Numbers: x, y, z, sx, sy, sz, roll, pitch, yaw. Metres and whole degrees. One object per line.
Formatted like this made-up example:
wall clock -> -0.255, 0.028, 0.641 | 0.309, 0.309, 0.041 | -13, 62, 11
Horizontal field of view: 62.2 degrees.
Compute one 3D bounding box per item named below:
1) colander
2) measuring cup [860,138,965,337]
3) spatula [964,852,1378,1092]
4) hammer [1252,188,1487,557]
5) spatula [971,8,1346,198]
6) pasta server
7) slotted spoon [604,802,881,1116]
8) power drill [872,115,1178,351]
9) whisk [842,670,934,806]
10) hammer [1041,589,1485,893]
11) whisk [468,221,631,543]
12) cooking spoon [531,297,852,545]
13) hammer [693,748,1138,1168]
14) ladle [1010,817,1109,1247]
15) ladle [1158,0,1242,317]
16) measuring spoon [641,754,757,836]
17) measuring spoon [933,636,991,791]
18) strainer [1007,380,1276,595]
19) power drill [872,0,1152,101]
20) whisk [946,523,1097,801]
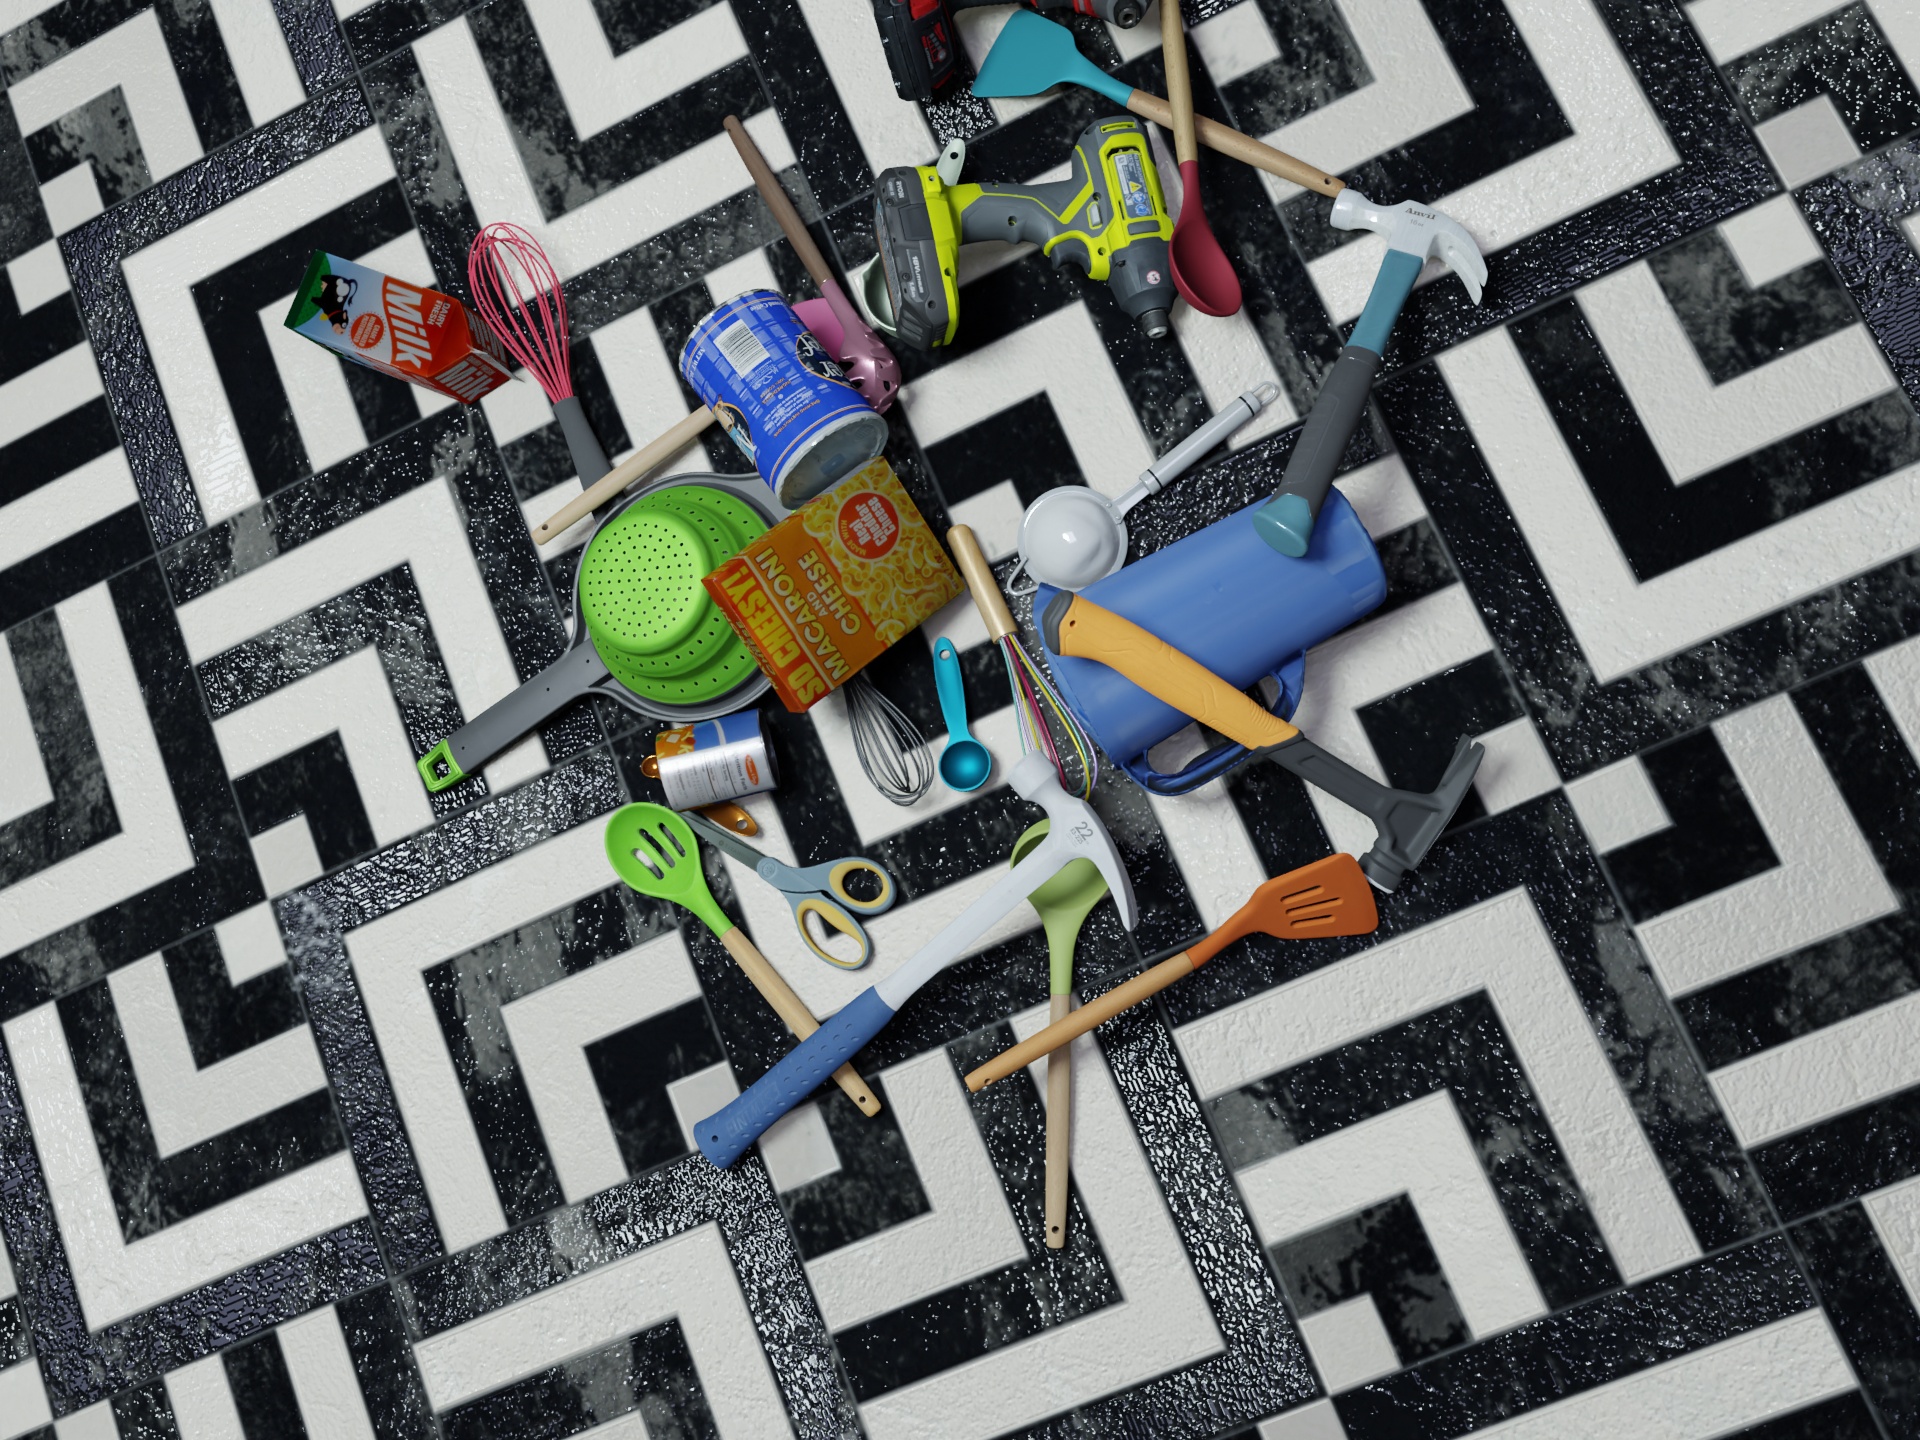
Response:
colander -> -0.295, -0.059, 1.257 | 0.397, 0.094, 0.205 | -33, 77, 12
measuring cup -> -0.024, -0.387, 1.288 | 0.083, 0.038, 0.167 | 17, 85, 13
spatula -> 0.149, 0.191, 1.154 | 0.322, 0.041, 0.081 | -29, 121, -3
hammer -> 0.284, -0.253, 1.147 | 0.128, 0.033, 0.331 | 20, 64, 15
spatula -> 0.160, -0.483, 1.269 | 0.317, 0.044, 0.082 | 28, 88, 9
pasta server -> -0.127, -0.376, 1.300 | 0.040, 0.060, 0.316 | -17, 69, -36
slotted spoon -> -0.169, 0.188, 1.253 | 0.070, 0.031, 0.314 | -43, 79, 5
power drill -> 0.054, -0.365, 1.228 | 0.223, 0.080, 0.171 | -11, 82, -8
whisk -> -0.088, -0.038, 1.254 | 0.055, 0.055, 0.239 | -31, 74, 7
hammer -> 0.206, -0.004, 1.106 | 0.336, 0.034, 0.127 | 29, 101, -16
whisk -> -0.339, -0.283, 1.333 | 0.073, 0.073, 0.296 | -24, 86, 8
cooking spoon -> -0.220, -0.242, 1.304 | 0.319, 0.017, 0.069 | -36, 77, -2
hammer -> -0.044, 0.205, 1.184 | 0.405, 0.035, 0.144 | -42, 80, 15
ladle -> 0.073, 0.232, 1.184 | 0.078, 0.062, 0.320 | 1, 86, 7
ladle -> 0.173, -0.453, 1.226 | 0.031, 0.069, 0.315 | -19, 72, 51
measuring spoon -> -0.209, 0.062, 1.280 | 0.117, 0.011, 0.021 | 31, 71, 18
measuring spoon -> -0.002, -0.004, 1.250 | 0.042, 0.021, 0.129 | -14, 72, 10
strainer -> 0.140, -0.180, 1.228 | 0.258, 0.050, 0.087 | -38, 93, 2
power drill -> 0.045, -0.573, 1.256 | 0.219, 0.078, 0.143 | -11, 54, 8
whisk -> 0.042, -0.043, 1.232 | 0.051, 0.047, 0.245 | -23, 75, -4
